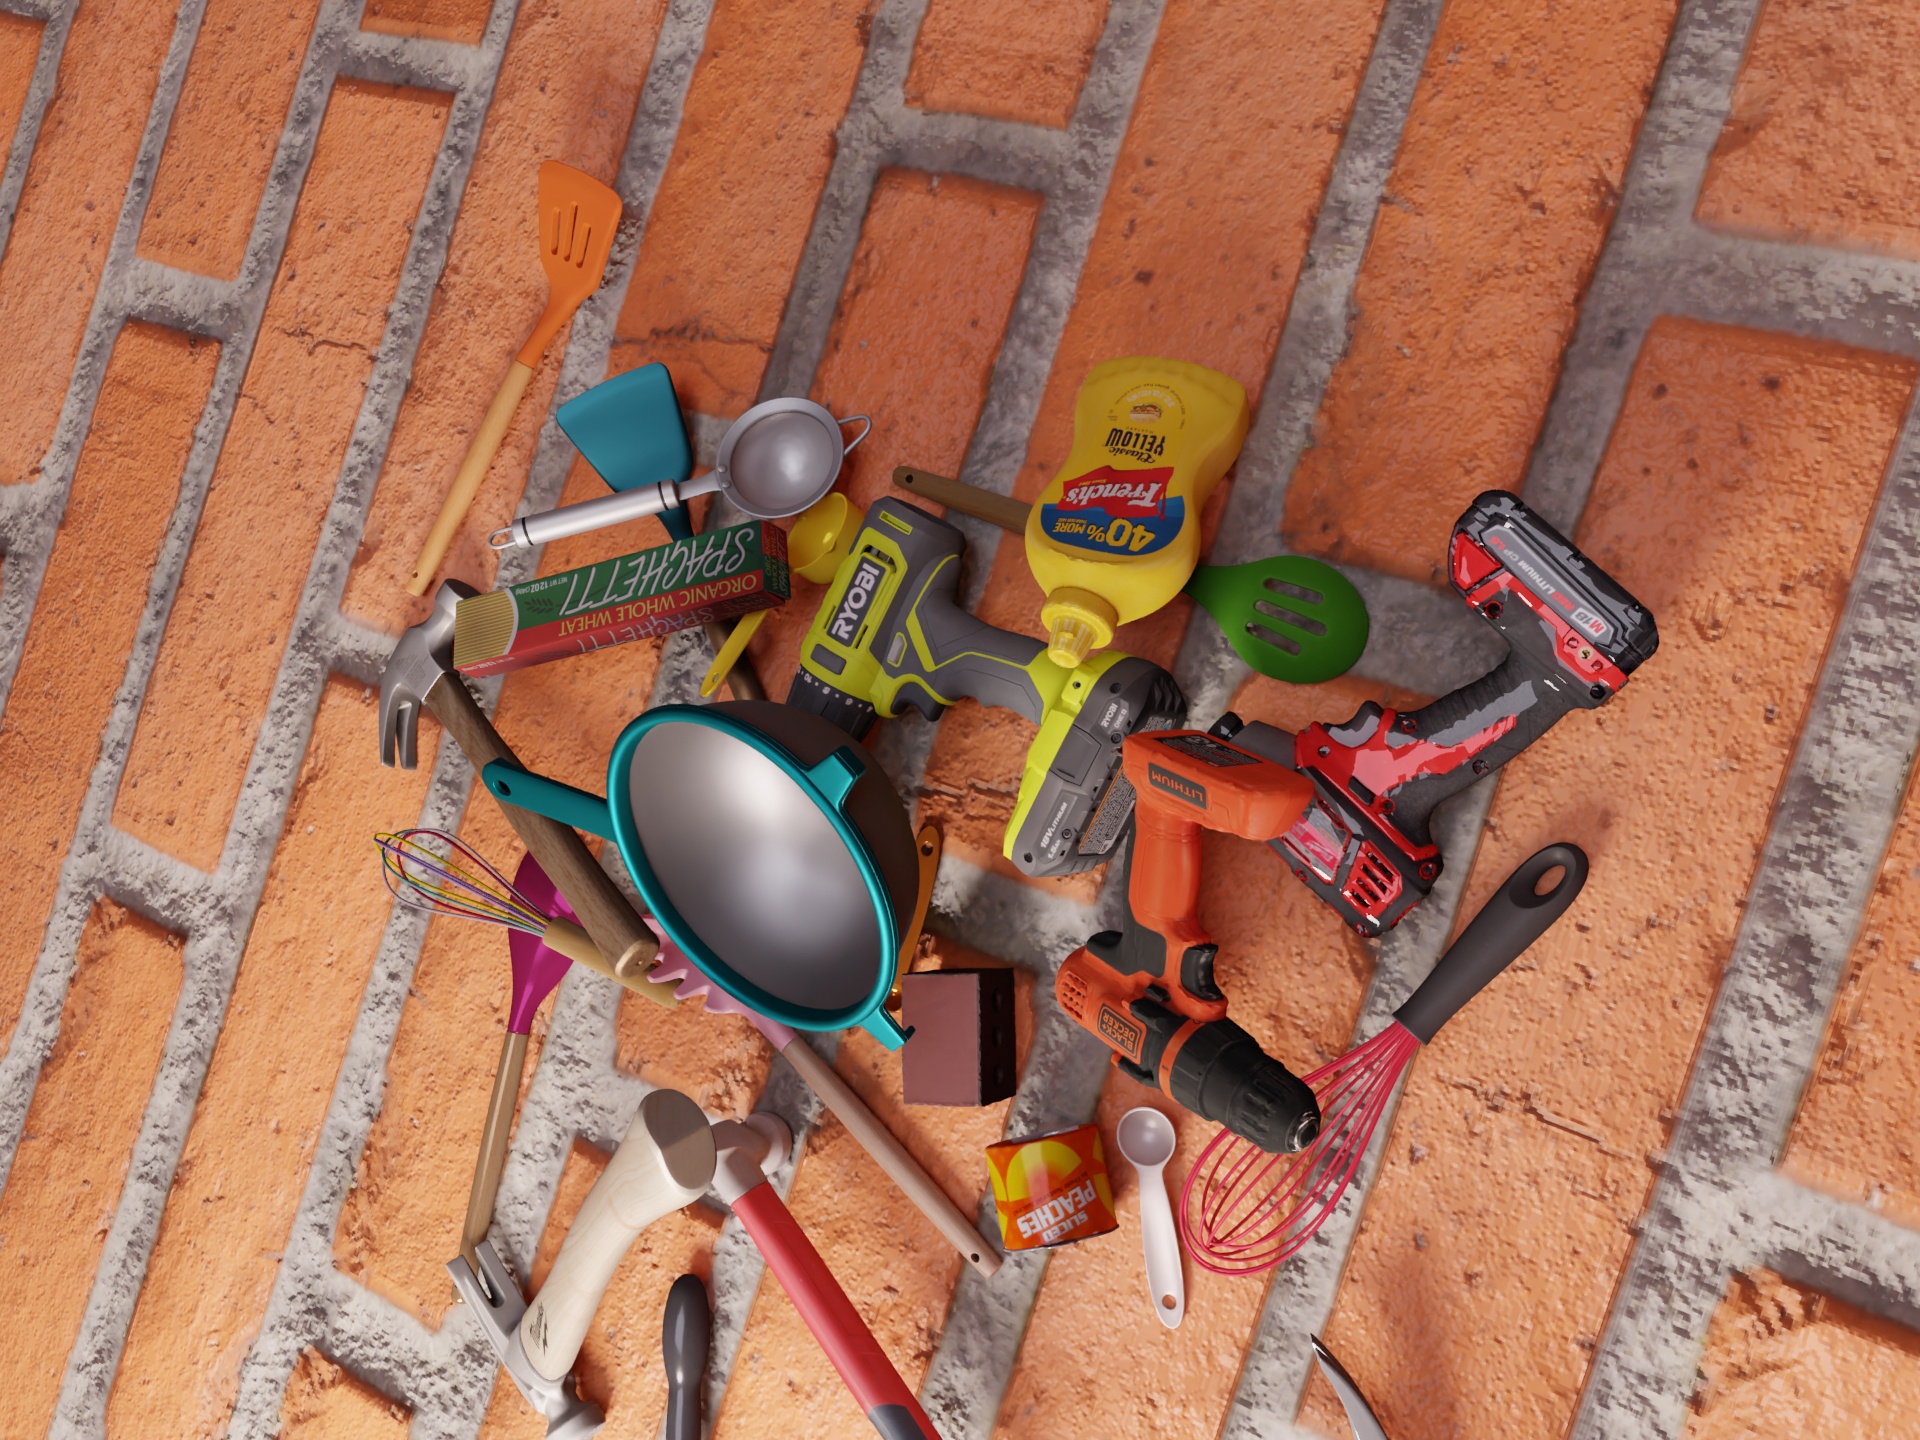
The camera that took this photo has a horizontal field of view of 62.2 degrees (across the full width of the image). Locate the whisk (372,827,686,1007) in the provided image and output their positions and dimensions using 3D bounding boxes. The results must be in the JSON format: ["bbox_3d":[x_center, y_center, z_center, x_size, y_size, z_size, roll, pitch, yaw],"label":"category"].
[{"bbox_3d":[-0.289,0.131,1.059,0.245,0.051,0.047,24,115,12],"label":"whisk"}]

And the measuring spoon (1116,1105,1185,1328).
[{"bbox_3d":[0.112,0.278,0.894,0.034,0.018,0.124,-8,88,23],"label":"measuring spoon"}]

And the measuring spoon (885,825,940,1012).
[{"bbox_3d":[-0.029,0.122,0.976,0.021,0.011,0.117,11,85,24],"label":"measuring spoon"}]

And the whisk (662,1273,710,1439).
[{"bbox_3d":[-0.172,0.488,0.974,0.070,0.070,0.285,-6,77,23],"label":"whisk"}]

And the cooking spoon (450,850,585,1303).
[{"bbox_3d":[-0.306,0.236,1.080,0.069,0.017,0.319,10,88,25],"label":"cooking spoon"}]

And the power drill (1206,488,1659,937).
[{"bbox_3d":[0.239,-0.008,0.830,0.143,0.078,0.219,45,106,15],"label":"power drill"}]

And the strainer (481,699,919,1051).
[{"bbox_3d":[-0.147,0.053,0.948,0.340,0.095,0.210,14,127,35],"label":"strainer"}]

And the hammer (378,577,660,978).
[{"bbox_3d":[-0.300,0.049,1.068,0.332,0.031,0.130,46,106,30],"label":"hammer"}]

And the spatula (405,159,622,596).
[{"bbox_3d":[-0.326,-0.234,1.129,0.081,0.041,0.322,32,98,23],"label":"spatula"}]

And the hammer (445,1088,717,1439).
[{"bbox_3d":[-0.216,0.298,0.901,0.146,0.038,0.410,51,139,17],"label":"hammer"}]

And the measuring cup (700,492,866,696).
[{"bbox_3d":[-0.111,-0.074,1.010,0.156,0.029,0.062,-53,35,8],"label":"measuring cup"}]

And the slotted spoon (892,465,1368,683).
[{"bbox_3d":[0.089,-0.099,0.937,0.314,0.031,0.070,23,97,26],"label":"slotted spoon"}]

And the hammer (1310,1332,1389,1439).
[{"bbox_3d":[0.031,0.428,0.827,0.405,0.035,0.144,-13,88,4],"label":"hammer"}]

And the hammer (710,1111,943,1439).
[{"bbox_3d":[-0.042,0.394,0.890,0.038,0.143,0.386,-42,74,13],"label":"hammer"}]

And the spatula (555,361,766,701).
[{"bbox_3d":[-0.169,-0.082,1.040,0.082,0.044,0.318,-25,76,1],"label":"spatula"}]

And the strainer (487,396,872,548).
[{"bbox_3d":[-0.178,-0.148,1.021,0.258,0.050,0.087,-15,68,0],"label":"strainer"}]

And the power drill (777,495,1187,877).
[{"bbox_3d":[-0.001,-0.003,0.940,0.229,0.080,0.190,32,101,26],"label":"power drill"}]

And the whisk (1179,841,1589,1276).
[{"bbox_3d":[0.222,0.177,0.832,0.073,0.073,0.296,43,95,22],"label":"whisk"}]

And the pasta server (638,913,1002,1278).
[{"bbox_3d":[-0.091,0.220,0.976,0.316,0.040,0.060,43,108,21],"label":"pasta server"}]
